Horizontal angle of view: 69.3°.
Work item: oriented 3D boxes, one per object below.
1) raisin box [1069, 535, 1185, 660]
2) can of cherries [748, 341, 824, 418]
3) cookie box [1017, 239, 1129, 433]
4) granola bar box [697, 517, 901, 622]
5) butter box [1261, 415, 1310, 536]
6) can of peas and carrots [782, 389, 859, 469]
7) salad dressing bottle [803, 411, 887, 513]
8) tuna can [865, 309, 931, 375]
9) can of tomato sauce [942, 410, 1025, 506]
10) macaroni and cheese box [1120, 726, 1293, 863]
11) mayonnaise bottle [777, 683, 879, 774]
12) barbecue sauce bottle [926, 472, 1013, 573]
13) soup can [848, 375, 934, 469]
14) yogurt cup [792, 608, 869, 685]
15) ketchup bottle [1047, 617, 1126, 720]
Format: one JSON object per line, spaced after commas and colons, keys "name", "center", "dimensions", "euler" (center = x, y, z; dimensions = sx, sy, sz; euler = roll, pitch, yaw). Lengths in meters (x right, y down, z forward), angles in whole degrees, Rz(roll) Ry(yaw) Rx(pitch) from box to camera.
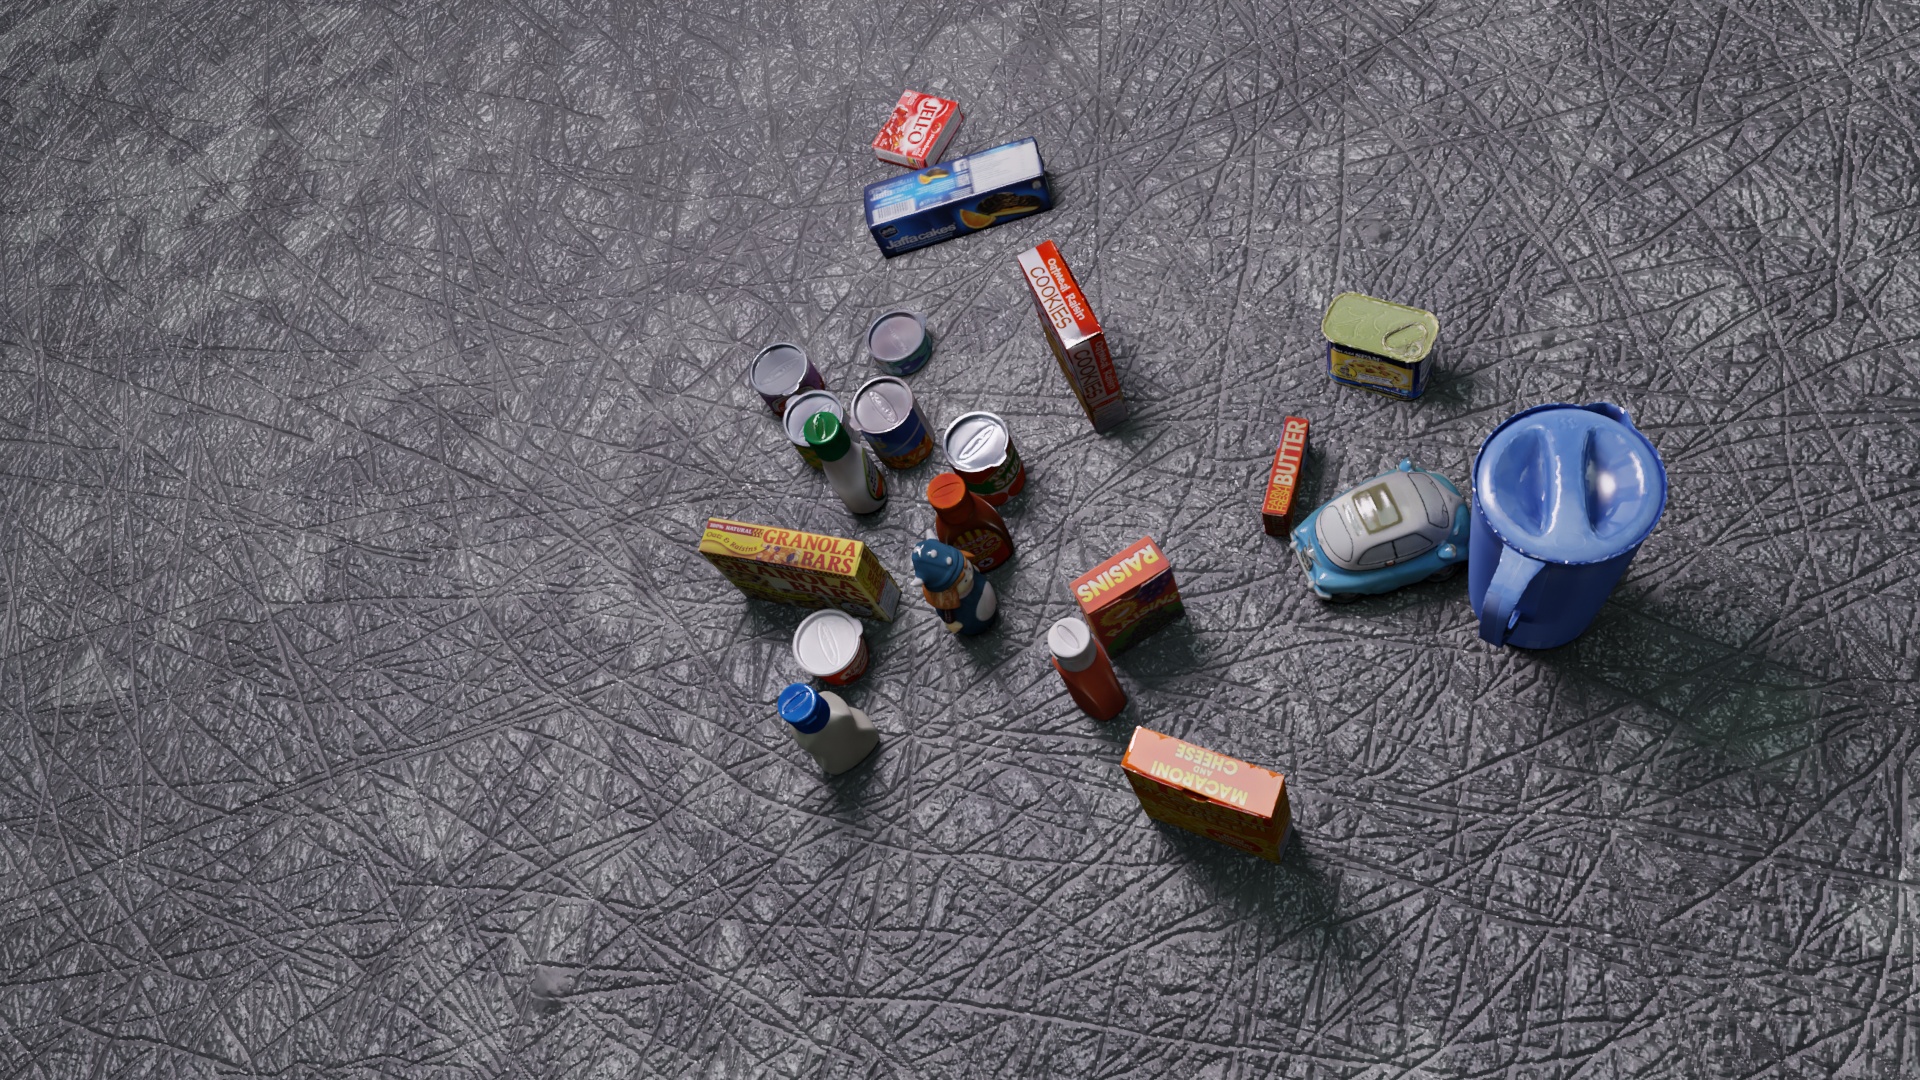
{"name": "raisin box", "center": [0.152, 0.054, 1.256], "dimensions": [0.086, 0.123, 0.040], "euler": [-31, 62, 0]}
{"name": "can of cherries", "center": [-0.185, -0.169, 1.491], "dimensions": [0.071, 0.058, 0.072], "euler": [-6, 64, 13]}
{"name": "cookie box", "center": [0.112, -0.198, 1.359], "dimensions": [0.040, 0.167, 0.123], "euler": [-26, 62, 3]}
{"name": "granola bar box", "center": [-0.154, 0.029, 1.352], "dimensions": [0.165, 0.124, 0.039], "euler": [9, 69, 19]}
{"name": "butter box", "center": [0.307, -0.060, 1.306], "dimensions": [0.024, 0.053, 0.104], "euler": [11, 69, 20]}
{"name": "can of peas and carrots", "center": [-0.147, -0.116, 1.455], "dimensions": [0.071, 0.058, 0.071], "euler": [-6, 64, 13]}
{"name": "salad dressing bottle", "center": [-0.114, -0.077, 1.377], "dimensions": [0.044, 0.147, 0.064], "euler": [-12, 63, 10]}
{"name": "tuna can", "center": [-0.064, -0.214, 1.492], "dimensions": [0.071, 0.032, 0.071], "euler": [-6, 64, 13]}
{"name": "can of tomato sauce", "center": [0.026, -0.079, 1.376], "dimensions": [0.071, 0.083, 0.071], "euler": [-6, 65, 13]}
{"name": "macaroni and cheese box", "center": [0.206, 0.212, 1.142], "dimensions": [0.124, 0.166, 0.040], "euler": [17, 72, 22]}
{"name": "mayonnaise bottle", "center": [-0.123, 0.169, 1.265], "dimensions": [0.065, 0.147, 0.041], "euler": [-40, 62, -4]}
{"name": "barbecue sauce bottle", "center": [0.005, -0.016, 1.315], "dimensions": [0.065, 0.148, 0.044], "euler": [-24, 62, 4]}
{"name": "soup can", "center": [-0.071, -0.118, 1.421], "dimensions": [0.071, 0.083, 0.071], "euler": [-6, 65, 13]}
{"name": "yogurt cup", "center": [-0.122, 0.106, 1.347], "dimensions": [0.072, 0.053, 0.072], "euler": [-6, 64, 13]}
{"name": "ketchup bottle", "center": [0.108, 0.111, 1.227], "dimensions": [0.043, 0.148, 0.065], "euler": [-40, 62, -5]}
